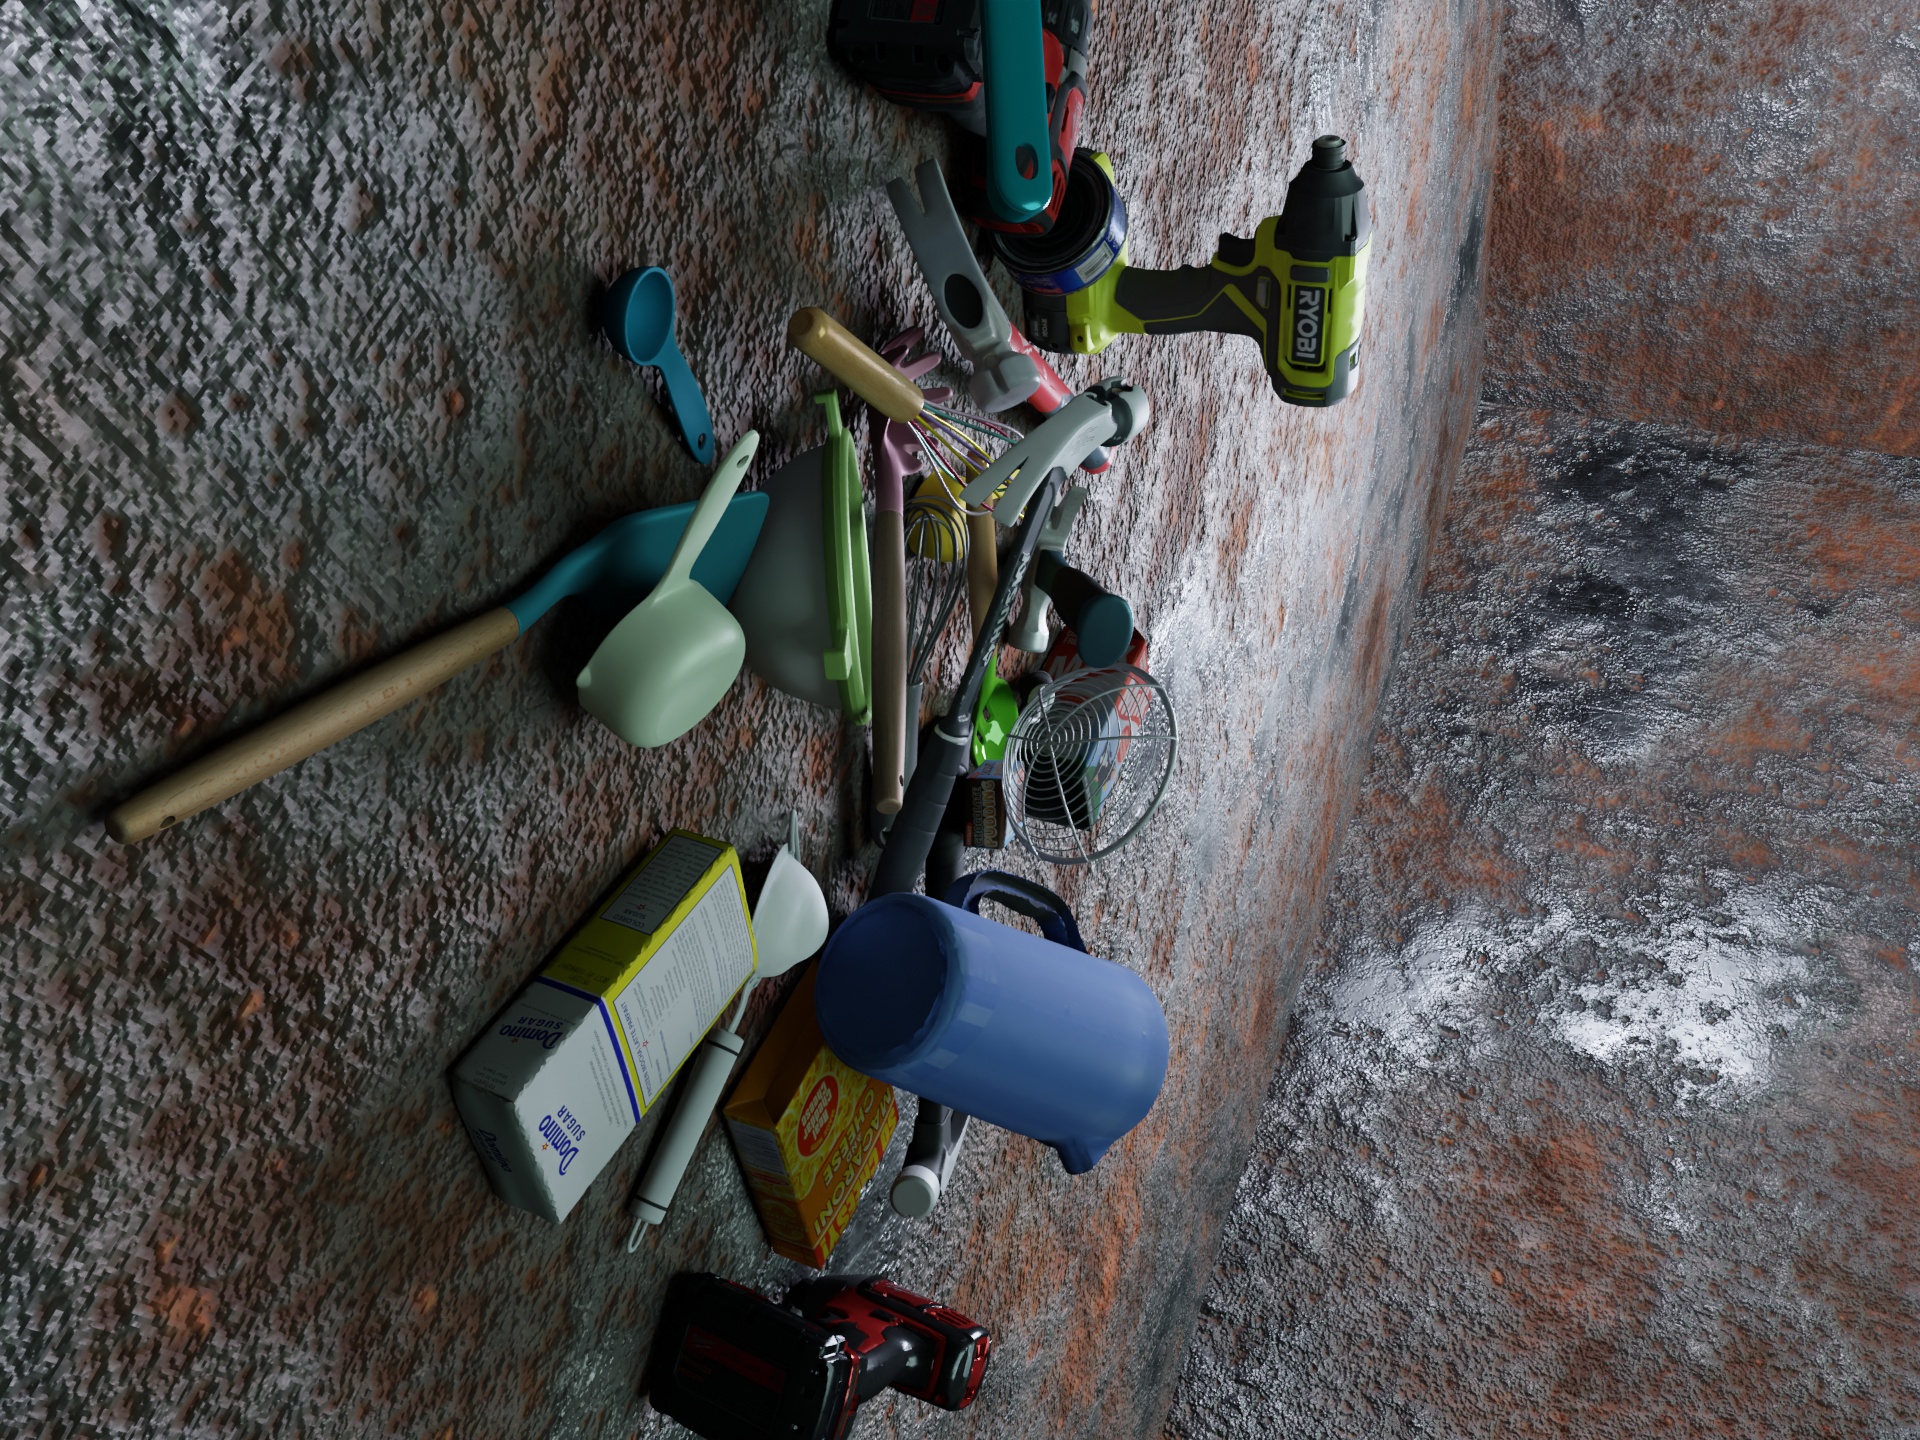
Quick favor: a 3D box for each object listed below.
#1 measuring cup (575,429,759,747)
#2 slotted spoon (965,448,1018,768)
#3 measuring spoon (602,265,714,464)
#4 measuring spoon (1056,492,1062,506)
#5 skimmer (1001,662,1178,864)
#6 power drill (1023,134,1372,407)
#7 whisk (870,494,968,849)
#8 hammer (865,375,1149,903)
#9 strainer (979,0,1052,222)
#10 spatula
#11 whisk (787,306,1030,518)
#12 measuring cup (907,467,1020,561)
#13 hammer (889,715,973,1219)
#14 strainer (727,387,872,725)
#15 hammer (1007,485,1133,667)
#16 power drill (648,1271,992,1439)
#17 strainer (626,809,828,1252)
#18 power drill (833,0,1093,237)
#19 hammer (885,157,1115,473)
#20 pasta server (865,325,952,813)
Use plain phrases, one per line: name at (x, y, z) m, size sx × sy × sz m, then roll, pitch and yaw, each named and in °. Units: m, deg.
measuring cup at (-0.109, -0.051, 0.679) m, size 0.083 × 0.038 × 0.167 m, roll -35°, pitch 165°, yaw -50°
slotted spoon at (0.017, -0.064, 1.064) m, size 0.313 × 0.031 × 0.070 m, roll 86°, pitch 26°, yaw -53°
measuring spoon at (-0.137, -0.157, 0.722) m, size 0.128 × 0.021 × 0.042 m, roll 76°, pitch 32°, yaw -64°
measuring spoon at (0.065, -0.162, 1.202) m, size 0.124 × 0.018 × 0.034 m, roll 68°, pitch 40°, yaw -65°
skimmer at (0.078, 0.009, 1.070) m, size 0.127 × 0.090 × 0.363 m, roll -56°, pitch -178°, yaw 7°
power drill at (0.158, -0.308, 1.058) m, size 0.080 × 0.223 × 0.171 m, roll -55°, pitch 149°, yaw -43°
whisk at (-0.032, -0.025, 0.998) m, size 0.055 × 0.055 × 0.238 m, roll -36°, pitch 138°, yaw -58°
hammer at (-0.001, -0.003, 0.930) m, size 0.149 × 0.036 × 0.408 m, roll -39°, pitch 156°, yaw -50°
strainer at (-0.001, -0.381, 0.712) m, size 0.211 × 0.095 × 0.340 m, roll -2°, pitch 87°, yaw -28°
spatula at (-0.188, -0.024, 0.626) m, size 0.317 × 0.044 × 0.082 m, roll -42°, pitch 166°, yaw -53°
whisk at (-0.016, -0.154, 0.823) m, size 0.244 × 0.051 × 0.047 m, roll 23°, pitch 63°, yaw -62°
measuring cup at (0.022, -0.147, 1.046) m, size 0.156 × 0.029 × 0.062 m, roll -32°, pitch 137°, yaw -46°
hammer at (-0.013, 0.163, 1.118) m, size 0.146 × 0.035 × 0.334 m, roll -36°, pitch 129°, yaw -78°
strainer at (-0.083, -0.055, 0.855) m, size 0.256 × 0.069 × 0.152 m, roll 90°, pitch -3°, yaw -72°
hammer at (0.070, -0.083, 1.034) m, size 0.331 × 0.033 × 0.128 m, roll -107°, pitch -153°, yaw -77°
power drill at (-0.086, 0.389, 0.988) m, size 0.219 × 0.143 × 0.078 m, roll 26°, pitch 80°, yaw -60°
strainer at (-0.126, 0.174, 0.894) m, size 0.086 × 0.050 × 0.258 m, roll 83°, pitch 30°, yaw -70°
power drill at (0.022, -0.394, 0.888) m, size 0.226 × 0.080 × 0.188 m, roll 10°, pitch 92°, yaw -70°
hammer at (0.045, -0.235, 1.042) m, size 0.143 × 0.038 × 0.386 m, roll 67°, pitch 13°, yaw 7°
pasta server at (-0.031, -0.088, 0.837) m, size 0.060 × 0.040 × 0.317 m, roll 53°, pitch 28°, yaw -48°
